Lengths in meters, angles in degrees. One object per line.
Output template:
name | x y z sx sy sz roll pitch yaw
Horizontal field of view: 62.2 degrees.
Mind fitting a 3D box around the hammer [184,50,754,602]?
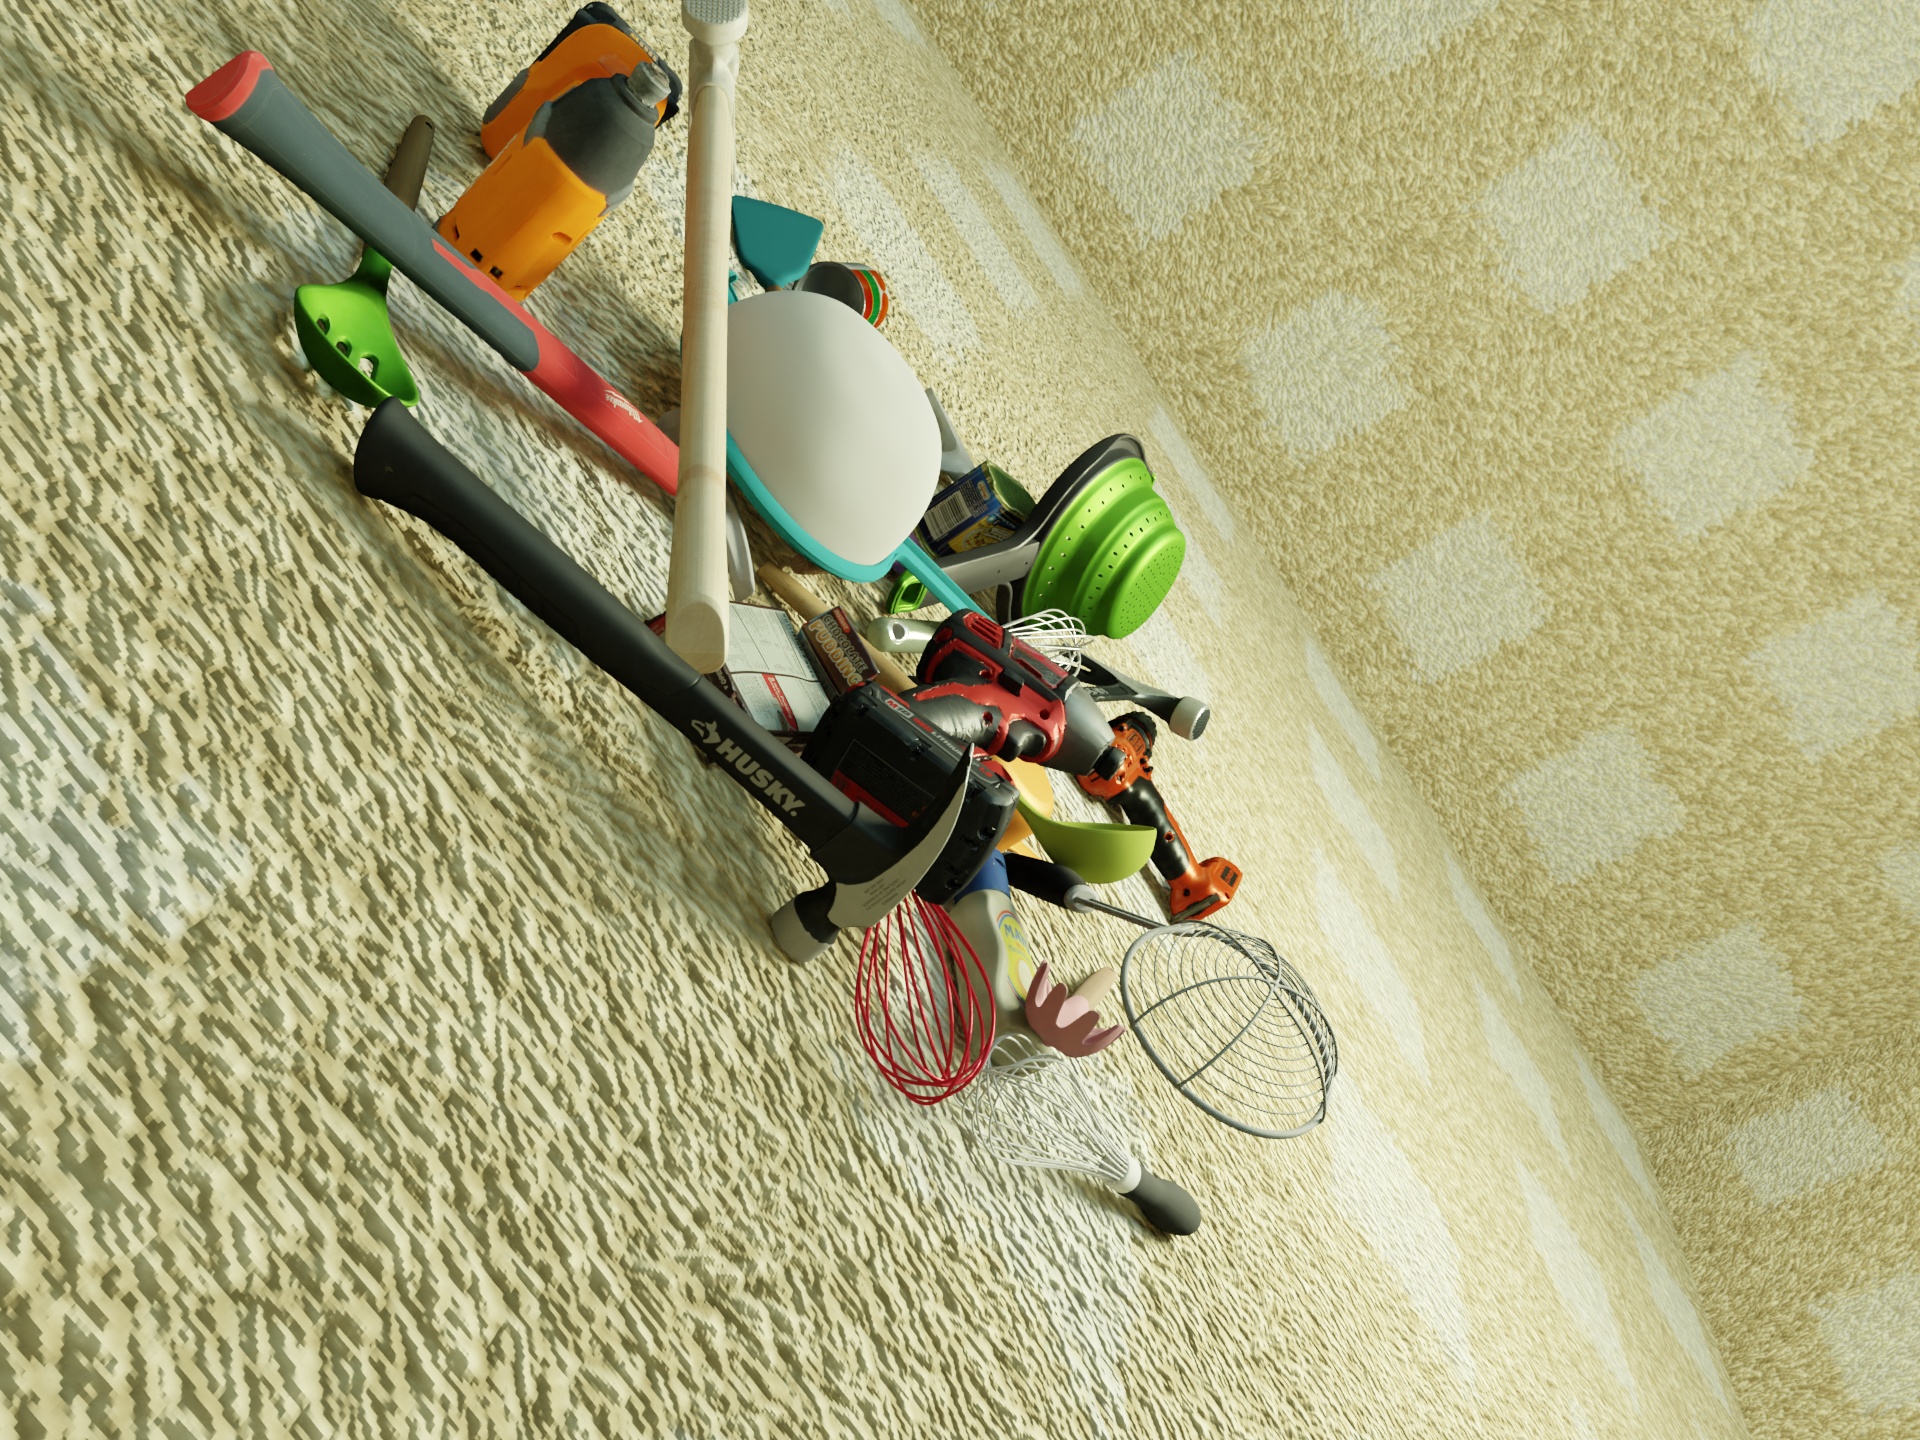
hammer | -0.227 -0.188 0.817 0.385 0.038 0.143 40 27 -57

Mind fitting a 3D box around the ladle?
ladle | -0.002 -0.003 1.045 0.320 0.062 0.078 42 -6 -7

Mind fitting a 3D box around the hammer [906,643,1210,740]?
hammer | 0.064 -0.023 1.278 0.149 0.036 0.408 27 14 26

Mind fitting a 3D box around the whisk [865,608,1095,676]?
whisk | 0.018 -0.060 1.205 0.246 0.059 0.058 0 79 -48

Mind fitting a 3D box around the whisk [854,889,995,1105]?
whisk | -0.036 0.093 0.904 0.073 0.073 0.296 43 20 -37

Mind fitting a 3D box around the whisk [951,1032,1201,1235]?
whisk | 0.079 0.258 0.946 0.284 0.070 0.070 46 23 -45

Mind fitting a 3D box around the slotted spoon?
slotted spoon | -0.296 -0.248 0.822 0.070 0.031 0.314 44 23 -36

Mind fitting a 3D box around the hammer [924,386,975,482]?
hammer | -0.074 -0.238 1.320 0.144 0.035 0.405 62 20 10

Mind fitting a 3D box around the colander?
colander | 0.084 -0.119 1.318 0.094 0.204 0.397 36 31 21

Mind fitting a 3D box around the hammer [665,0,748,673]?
hammer | -0.144 -0.212 0.897 0.146 0.038 0.411 110 -21 -64

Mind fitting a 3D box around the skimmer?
skimmer | 0.090 0.144 0.934 0.127 0.090 0.363 17 -2 -22

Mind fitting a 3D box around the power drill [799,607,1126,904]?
power drill | 0.010 0.014 0.927 0.143 0.078 0.220 36 28 9

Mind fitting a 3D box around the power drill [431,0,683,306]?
power drill | -0.223 -0.341 0.929 0.084 0.164 0.227 41 24 -28

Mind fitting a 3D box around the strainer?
strainer | -0.038 -0.165 1.069 0.340 0.095 0.211 44 27 -31

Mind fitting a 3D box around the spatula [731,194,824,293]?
spatula | -0.144 -0.335 1.242 0.082 0.044 0.318 13 31 -16

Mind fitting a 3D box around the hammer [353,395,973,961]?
hammer | -0.141 -0.026 0.747 0.334 0.146 0.035 43 26 -18

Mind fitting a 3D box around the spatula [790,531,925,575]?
spatula | -0.066 -0.118 1.172 0.060 0.018 0.316 62 15 0

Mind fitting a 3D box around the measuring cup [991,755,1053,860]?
measuring cup | 0.053 0.072 1.145 0.173 0.052 0.095 46 23 -26

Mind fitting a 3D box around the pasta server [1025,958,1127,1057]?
pasta server | 0.082 0.173 1.011 0.060 0.040 0.316 39 4 10
